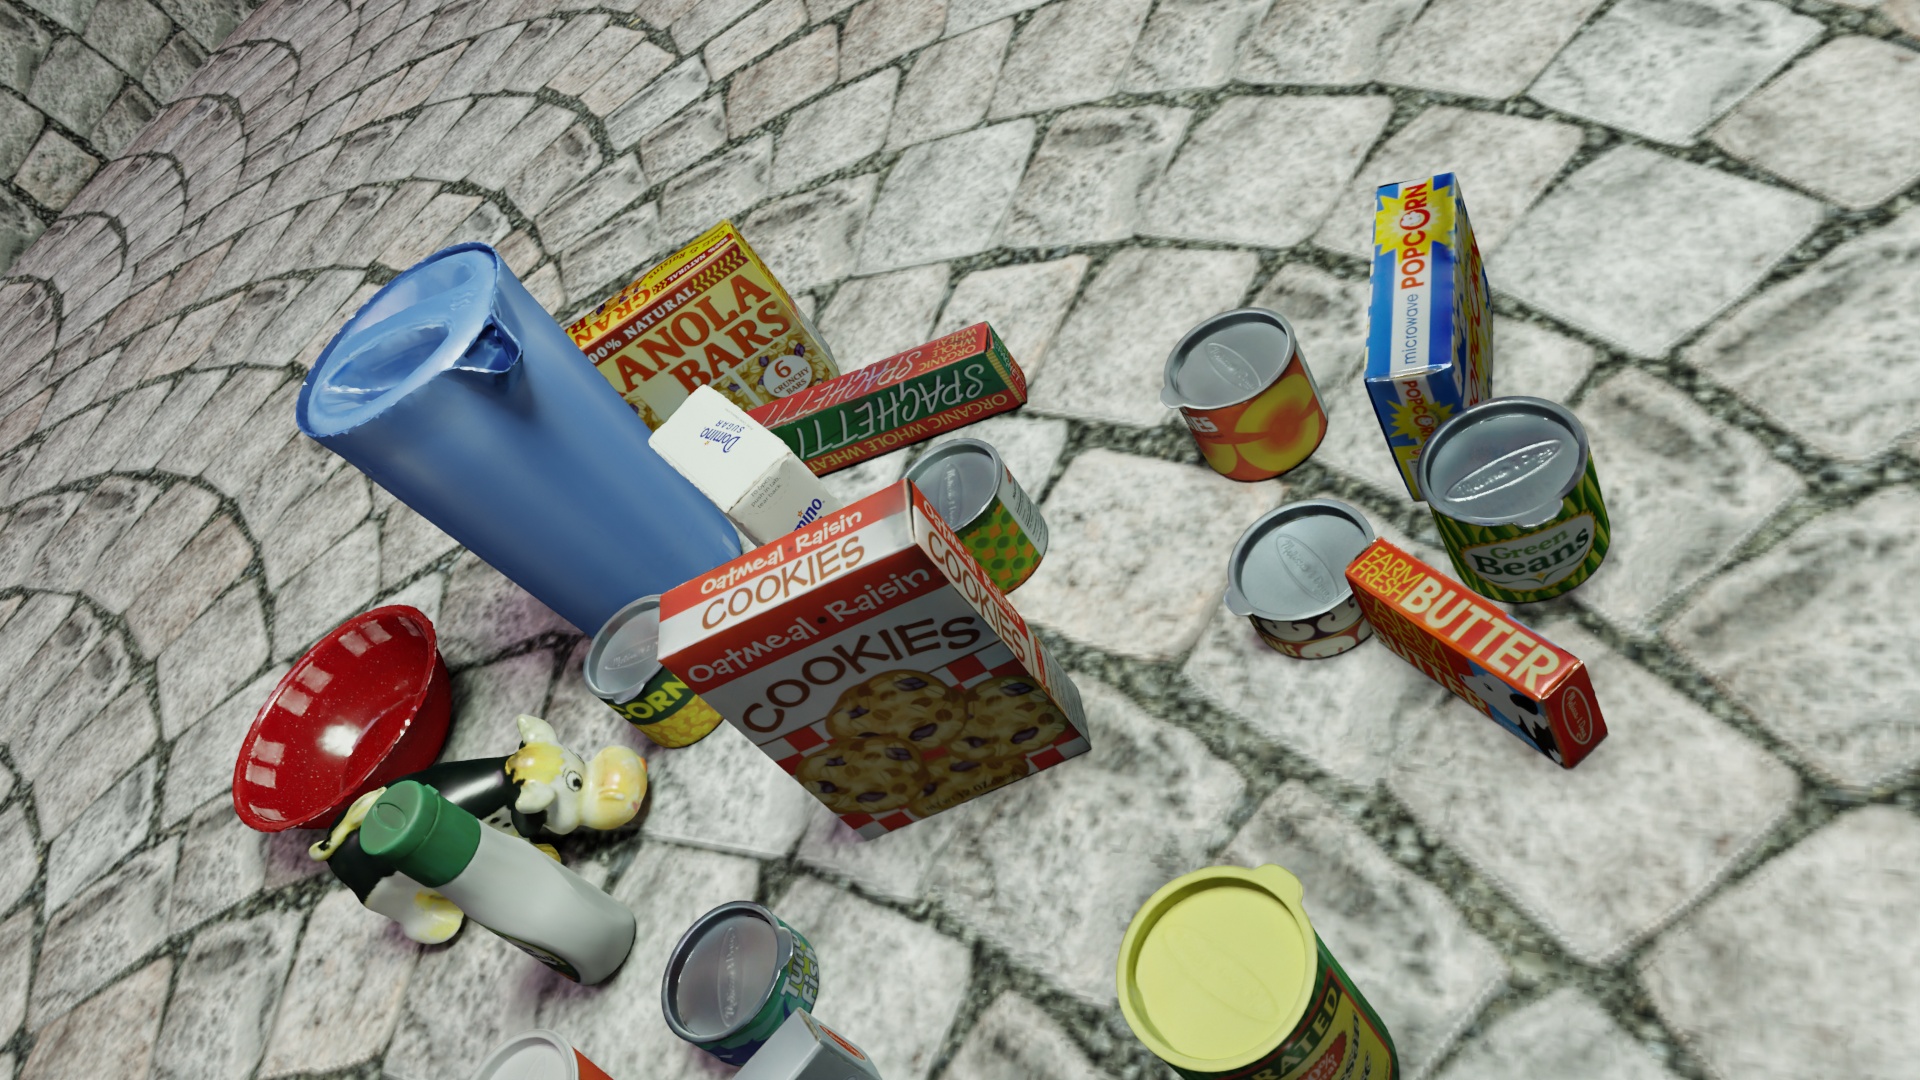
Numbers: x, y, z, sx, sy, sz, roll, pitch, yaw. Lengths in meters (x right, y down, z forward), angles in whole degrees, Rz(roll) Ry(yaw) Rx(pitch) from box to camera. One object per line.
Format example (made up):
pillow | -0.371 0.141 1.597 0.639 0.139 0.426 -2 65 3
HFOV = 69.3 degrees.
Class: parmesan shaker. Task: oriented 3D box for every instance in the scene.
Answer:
parmesan shaker | 0.105 0.161 0.470 0.071 0.102 0.072 -19 45 21

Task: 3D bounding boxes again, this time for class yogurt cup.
yogurt cup | -0.183 0.261 0.621 0.072 0.053 0.073 -19 45 20

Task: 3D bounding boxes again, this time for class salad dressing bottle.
salad dressing bottle | -0.218 0.164 0.661 0.064 0.147 0.044 14 63 42

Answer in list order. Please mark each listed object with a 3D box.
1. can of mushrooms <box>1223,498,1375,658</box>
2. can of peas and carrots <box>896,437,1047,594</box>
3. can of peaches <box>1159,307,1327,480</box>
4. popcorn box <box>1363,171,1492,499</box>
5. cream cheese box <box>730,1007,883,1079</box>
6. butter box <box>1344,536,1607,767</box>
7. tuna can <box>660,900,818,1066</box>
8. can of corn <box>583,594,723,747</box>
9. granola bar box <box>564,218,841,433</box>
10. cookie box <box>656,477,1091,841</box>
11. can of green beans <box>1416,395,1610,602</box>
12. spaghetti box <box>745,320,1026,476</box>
can of mushrooms | 0.153 0.018 0.617 0.071 0.033 0.071 -19 45 20
can of peas and carrots | 0.003 -0.009 0.728 0.071 0.058 0.071 -19 45 20
can of peaches | 0.140 -0.070 0.687 0.071 0.058 0.071 -19 45 20
popcorn box | 0.215 -0.093 0.634 0.038 0.085 0.127 -8 49 30
cream cheese box | -0.083 0.245 0.565 0.104 0.053 0.024 -46 42 -8
butter box | 0.200 0.042 0.547 0.024 0.053 0.104 -43 41 -5
tuna can | -0.098 0.200 0.631 0.071 0.032 0.071 -19 45 20
can of corn | -0.165 0.075 0.770 0.071 0.058 0.071 -19 45 20
granola bar box | -0.180 -0.110 0.897 0.165 0.124 0.039 -34 42 5
cookie box | -0.034 0.058 0.611 0.123 0.167 0.040 -25 43 15
can of green beans | 0.230 -0.016 0.575 0.071 0.057 0.071 -19 45 20
spaghetti box | -0.081 -0.069 0.846 0.249 0.050 0.029 -18 45 22
